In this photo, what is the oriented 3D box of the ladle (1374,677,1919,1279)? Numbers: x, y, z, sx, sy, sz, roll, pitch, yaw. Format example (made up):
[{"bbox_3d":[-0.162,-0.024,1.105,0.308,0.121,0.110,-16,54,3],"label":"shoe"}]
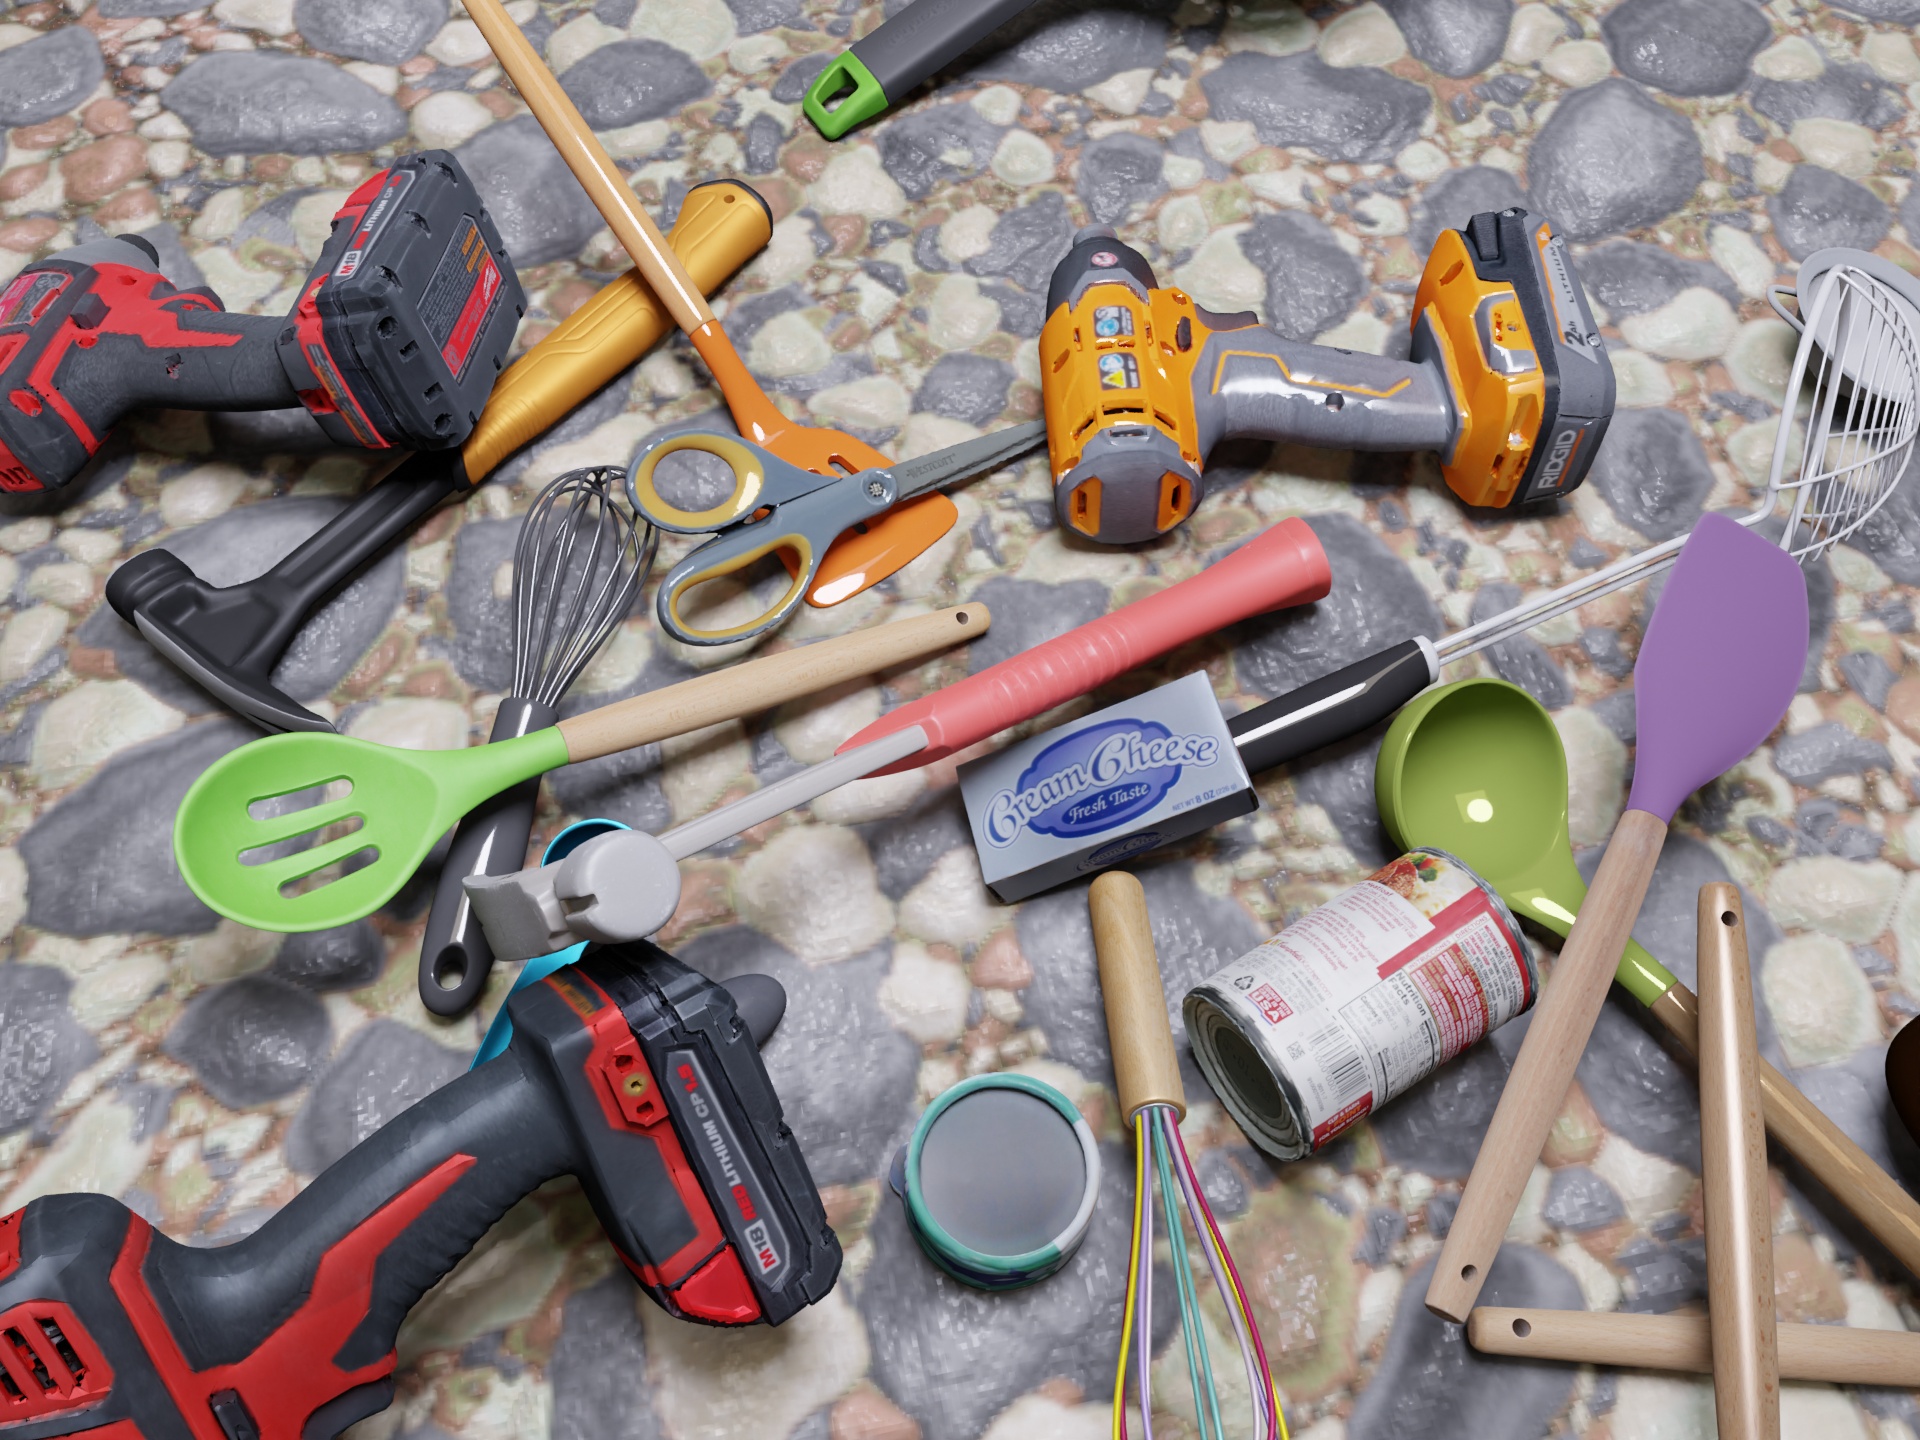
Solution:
[{"bbox_3d":[0.264,0.109,0.541,0.078,0.062,0.320,-33,64,-16],"label":"ladle"}]

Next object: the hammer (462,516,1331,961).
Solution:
[{"bbox_3d":[-0.001,-0.002,0.583,0.359,0.149,0.036,-25,94,-31],"label":"hammer"}]

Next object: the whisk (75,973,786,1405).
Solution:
[{"bbox_3d":[-0.176,0.162,0.513,0.284,0.070,0.070,-30,65,-22],"label":"whisk"}]

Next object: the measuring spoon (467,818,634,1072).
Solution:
[{"bbox_3d":[-0.150,0.096,0.575,0.042,0.021,0.129,25,70,-4],"label":"measuring spoon"}]

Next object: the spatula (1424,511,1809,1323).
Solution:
[{"bbox_3d":[0.225,0.056,0.539,0.060,0.018,0.316,32,68,2],"label":"spatula"}]

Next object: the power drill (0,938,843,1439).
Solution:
[{"bbox_3d":[-0.151,0.184,0.457,0.226,0.080,0.187,-27,107,-25],"label":"power drill"}]

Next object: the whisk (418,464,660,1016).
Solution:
[{"bbox_3d":[-0.164,-0.001,0.615,0.055,0.055,0.239,8,64,4],"label":"whisk"}]

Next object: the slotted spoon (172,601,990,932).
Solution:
[{"bbox_3d":[-0.123,0.004,0.590,0.313,0.031,0.070,-19,80,-26],"label":"slotted spoon"}]

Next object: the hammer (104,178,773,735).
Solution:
[{"bbox_3d":[-0.194,-0.128,0.691,0.127,0.034,0.337,33,64,17],"label":"hammer"}]

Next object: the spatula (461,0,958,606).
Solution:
[{"bbox_3d":[-0.124,-0.194,0.690,0.081,0.041,0.322,-35,92,-20],"label":"spatula"}]

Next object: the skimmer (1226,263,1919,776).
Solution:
[{"bbox_3d":[0.227,-0.066,0.642,0.363,0.127,0.090,-24,45,-2],"label":"skimmer"}]

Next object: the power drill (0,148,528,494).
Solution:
[{"bbox_3d":[-0.306,-0.168,0.670,0.219,0.078,0.143,-4,49,12],"label":"power drill"}]

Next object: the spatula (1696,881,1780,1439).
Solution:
[{"bbox_3d":[0.232,0.202,0.483,0.082,0.044,0.318,8,66,4],"label":"spatula"}]

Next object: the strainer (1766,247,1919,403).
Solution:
[{"bbox_3d":[0.477,-0.173,0.730,0.258,0.050,0.087,1,65,-7],"label":"strainer"}]

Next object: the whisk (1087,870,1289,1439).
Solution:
[{"bbox_3d":[0.062,0.144,0.506,0.047,0.051,0.245,-15,44,9],"label":"whisk"}]

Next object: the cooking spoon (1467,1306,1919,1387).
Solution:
[{"bbox_3d":[0.325,0.209,0.515,0.319,0.017,0.069,4,58,0],"label":"cooking spoon"}]

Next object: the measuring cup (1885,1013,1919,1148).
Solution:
[{"bbox_3d":[0.323,0.133,0.496,0.173,0.052,0.095,-4,52,-45],"label":"measuring cup"}]

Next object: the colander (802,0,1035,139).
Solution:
[{"bbox_3d":[0.094,-0.410,0.843,0.397,0.094,0.205,-36,66,0],"label":"colander"}]

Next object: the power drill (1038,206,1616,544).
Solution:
[{"bbox_3d":[0.147,-0.162,0.695,0.226,0.084,0.164,-4,58,0],"label":"power drill"}]
